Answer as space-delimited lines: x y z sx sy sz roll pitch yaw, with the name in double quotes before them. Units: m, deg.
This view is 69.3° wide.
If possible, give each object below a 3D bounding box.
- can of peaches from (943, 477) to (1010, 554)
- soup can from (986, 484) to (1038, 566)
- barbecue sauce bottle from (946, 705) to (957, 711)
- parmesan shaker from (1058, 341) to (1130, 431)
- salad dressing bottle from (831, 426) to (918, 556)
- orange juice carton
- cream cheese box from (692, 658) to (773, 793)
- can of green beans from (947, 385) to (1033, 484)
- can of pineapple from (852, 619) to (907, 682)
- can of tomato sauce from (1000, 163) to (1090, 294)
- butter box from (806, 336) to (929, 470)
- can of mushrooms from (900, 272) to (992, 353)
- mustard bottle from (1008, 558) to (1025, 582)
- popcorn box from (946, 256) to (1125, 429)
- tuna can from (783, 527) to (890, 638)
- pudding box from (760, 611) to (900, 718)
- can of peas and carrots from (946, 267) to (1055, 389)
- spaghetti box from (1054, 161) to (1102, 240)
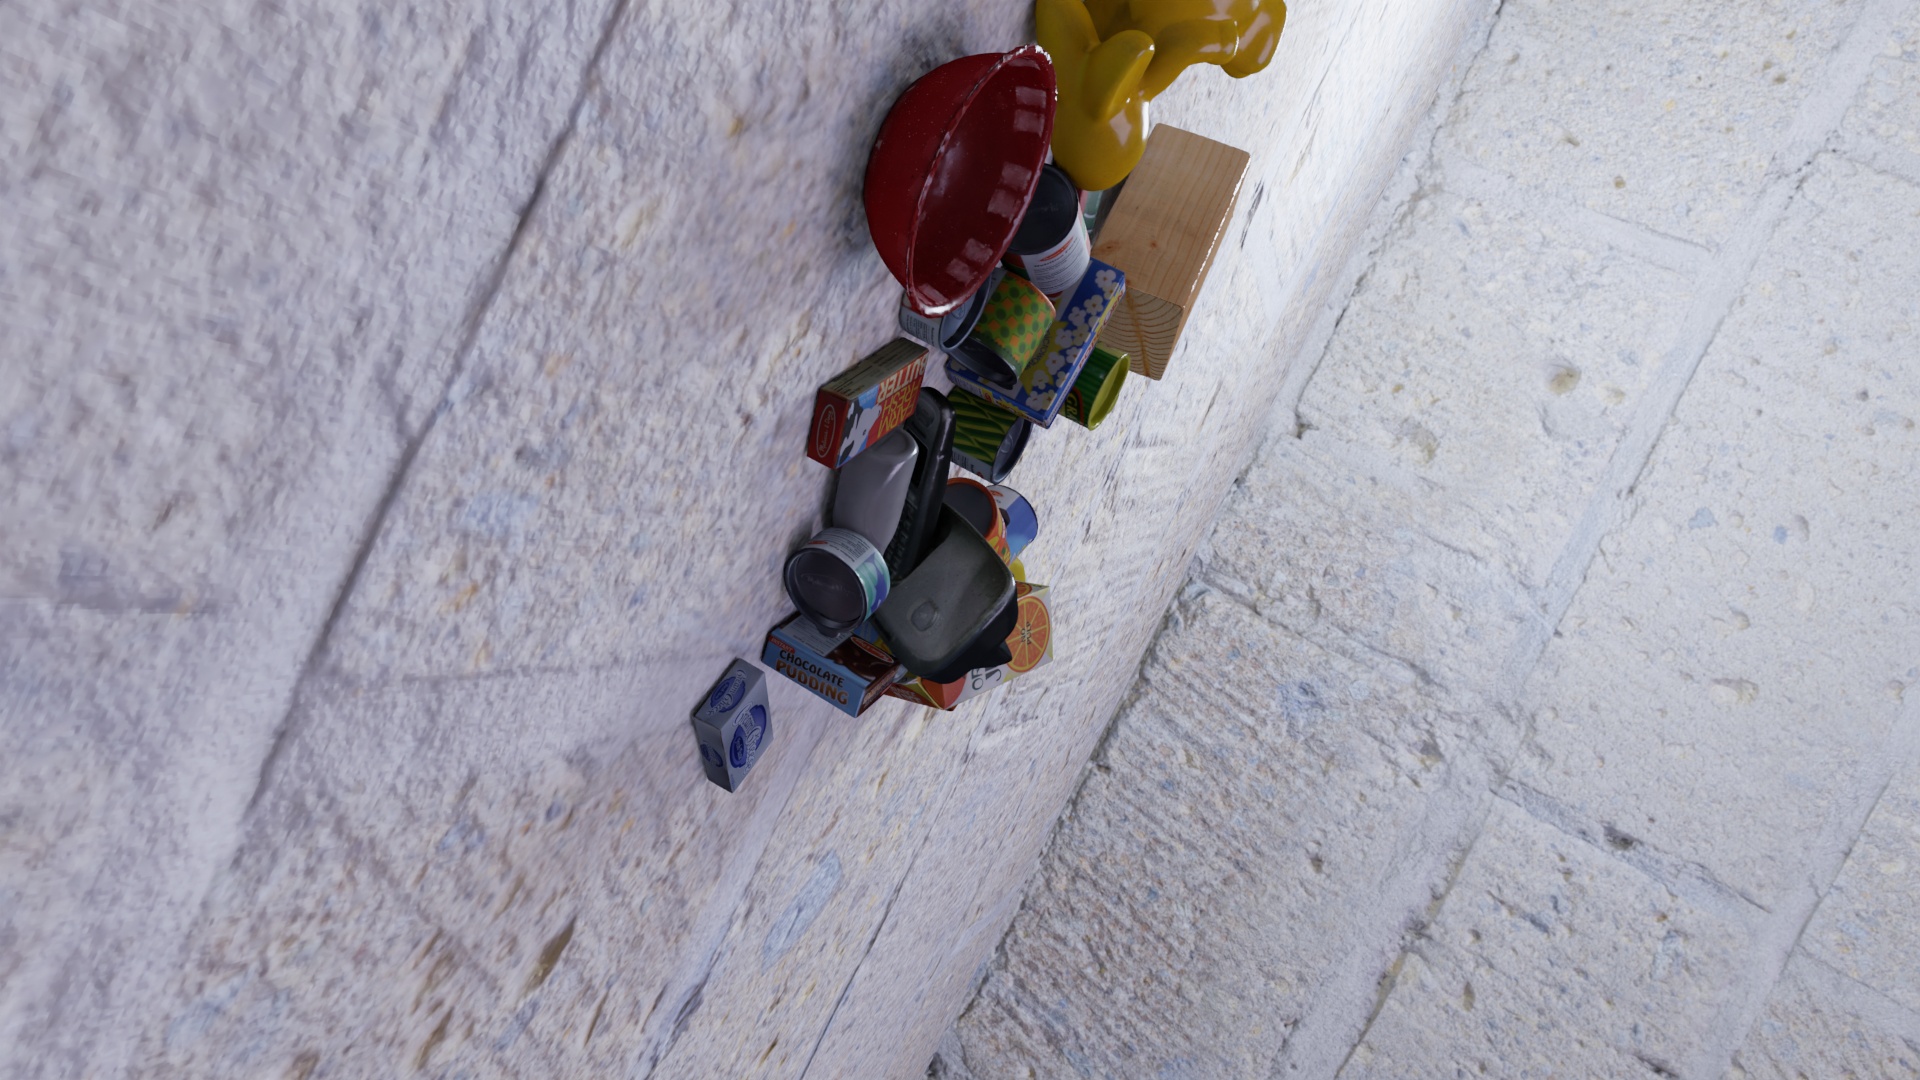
"can of peaches" 0.004 -0.014 1.148 0.071 0.071 0.058 -59 164 -10
"soup can" 0.022 0.002 1.232 0.084 0.071 0.071 -46 158 -44
"barbecue sauce bottle" 0.016 0.109 1.454 0.149 0.044 0.064 -55 164 -23
"parmesan shaker" 0.073 -0.137 1.091 0.071 0.103 0.071 -54 163 -25
"salad dressing bottle" -0.067 -0.012 0.968 0.064 0.044 0.146 -47 160 -49
"orange juice carton" -0.006 0.091 1.203 0.193 0.072 0.072 -18 110 -46
"cream cheese box" -0.156 0.129 0.959 0.053 0.024 0.103 -55 164 -30
"can of green beans" 0.017 -0.085 1.085 0.071 0.058 0.071 -54 163 -25
"can of pineapple" -0.063 0.070 1.096 0.071 0.058 0.070 -55 163 -25
"can of tomato sauce" 0.053 -0.216 0.963 0.071 0.071 0.083 -61 165 -3
"butter box" -0.058 -0.090 0.895 0.104 0.024 0.052 -43 155 -51
"can of mushrooms" -0.008 -0.162 0.916 0.071 0.033 0.070 -54 163 -26
"mustard bottle" 0.034 0.038 1.375 0.065 0.049 0.160 -63 166 4
"popcorn box" 0.057 -0.158 1.038 0.127 0.085 0.038 -61 166 -7
"tuna can" -0.083 0.029 0.939 0.033 0.071 0.070 -45 157 -49
"pudding box" -0.091 0.085 0.977 0.050 0.084 0.030 -37 151 -57
"can of peas and carrots" 0.027 -0.150 0.983 0.059 0.071 0.070 -59 165 -11
"spaghetti box" 0.081 -0.235 1.089 0.050 0.029 0.248 -50 161 -41
